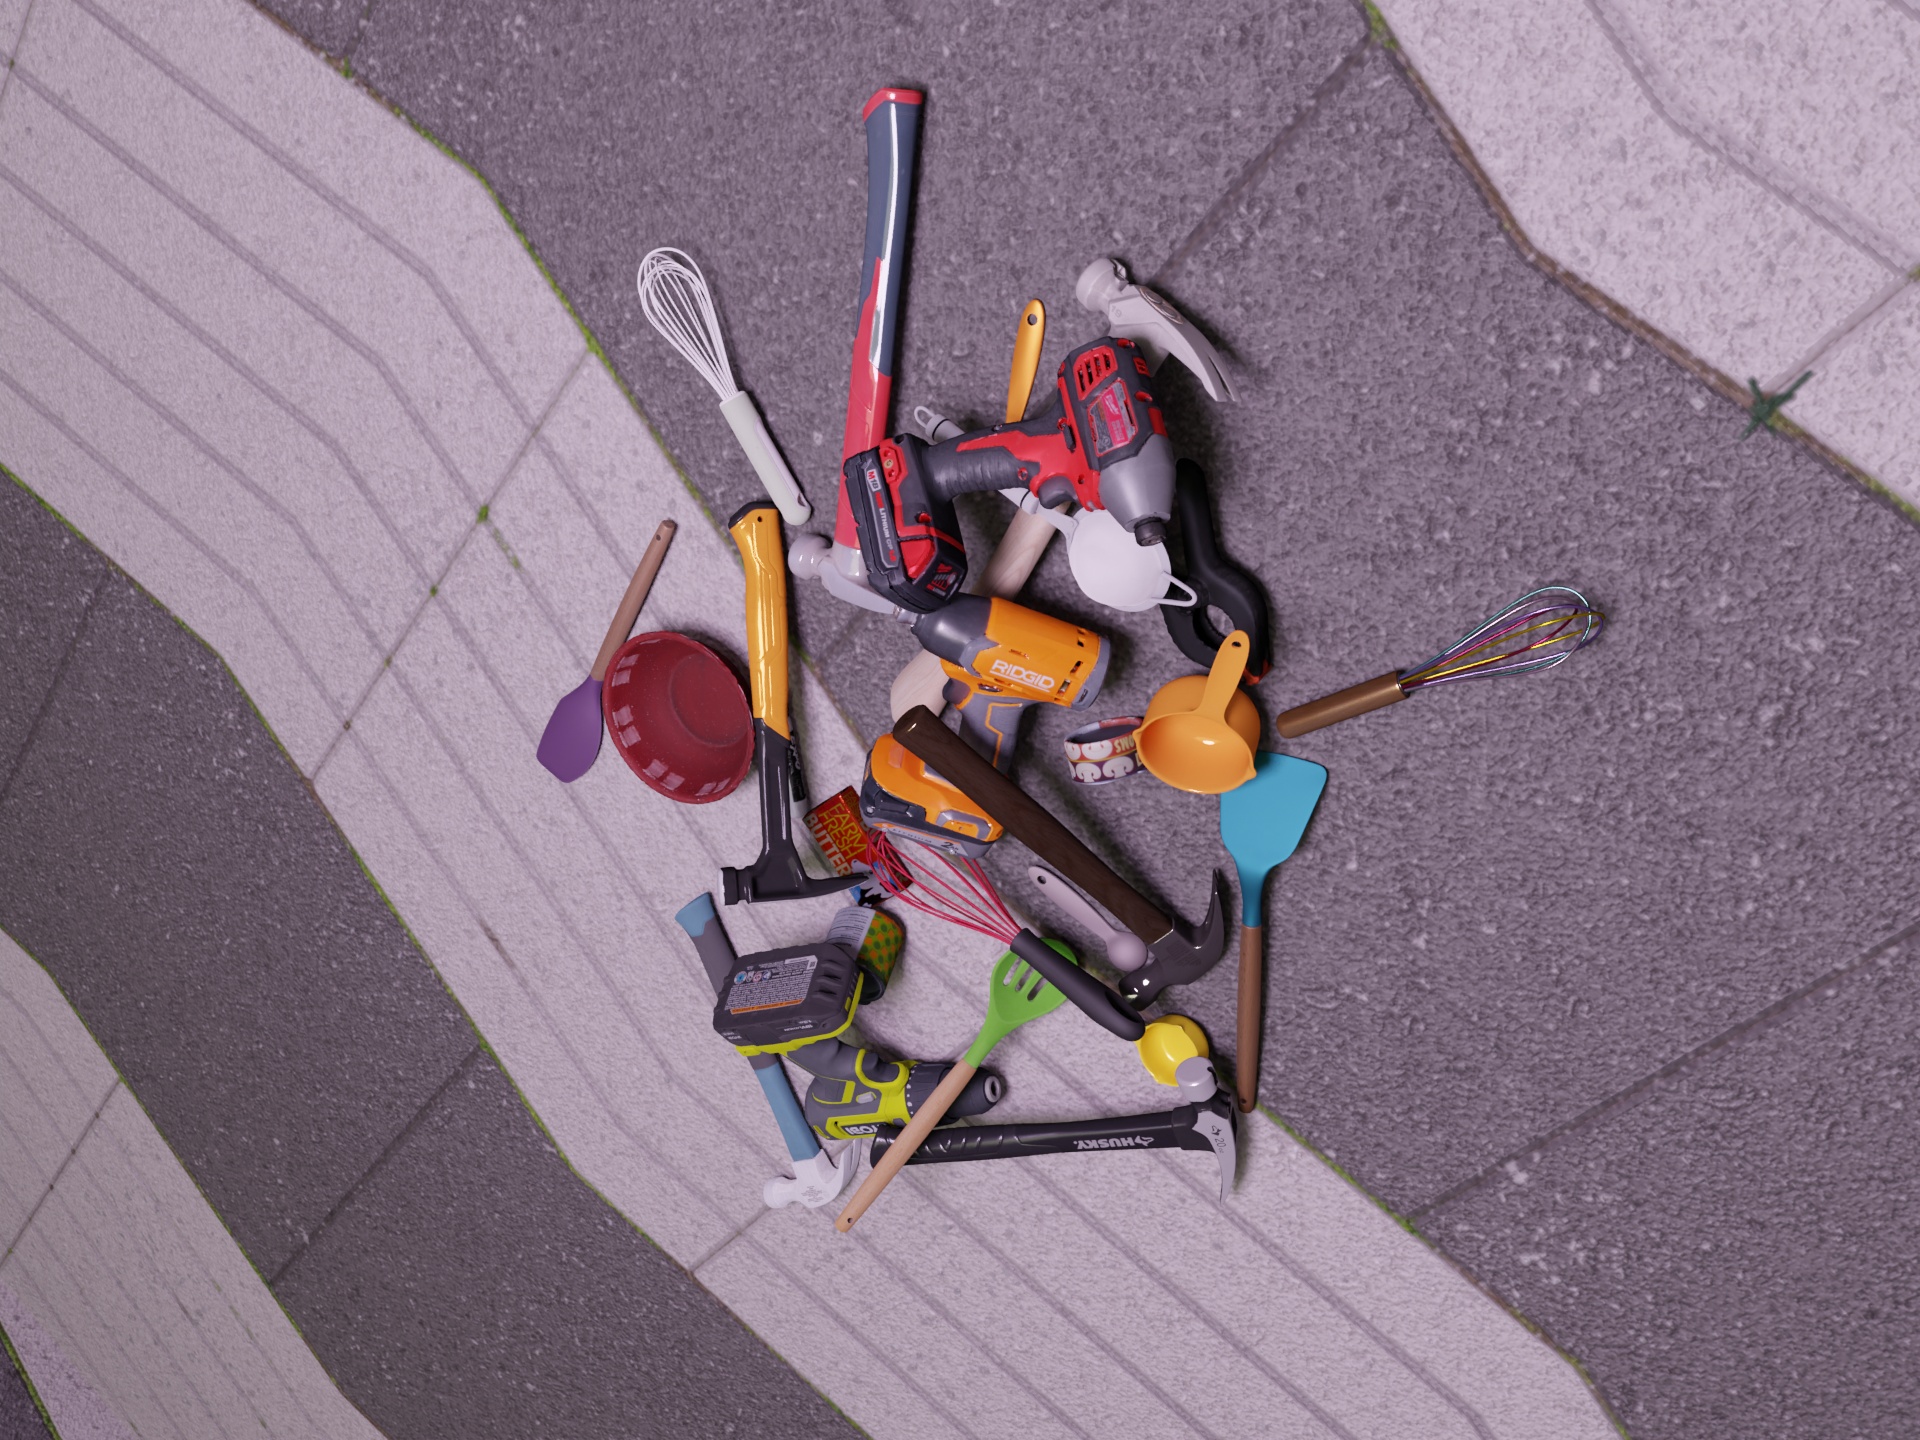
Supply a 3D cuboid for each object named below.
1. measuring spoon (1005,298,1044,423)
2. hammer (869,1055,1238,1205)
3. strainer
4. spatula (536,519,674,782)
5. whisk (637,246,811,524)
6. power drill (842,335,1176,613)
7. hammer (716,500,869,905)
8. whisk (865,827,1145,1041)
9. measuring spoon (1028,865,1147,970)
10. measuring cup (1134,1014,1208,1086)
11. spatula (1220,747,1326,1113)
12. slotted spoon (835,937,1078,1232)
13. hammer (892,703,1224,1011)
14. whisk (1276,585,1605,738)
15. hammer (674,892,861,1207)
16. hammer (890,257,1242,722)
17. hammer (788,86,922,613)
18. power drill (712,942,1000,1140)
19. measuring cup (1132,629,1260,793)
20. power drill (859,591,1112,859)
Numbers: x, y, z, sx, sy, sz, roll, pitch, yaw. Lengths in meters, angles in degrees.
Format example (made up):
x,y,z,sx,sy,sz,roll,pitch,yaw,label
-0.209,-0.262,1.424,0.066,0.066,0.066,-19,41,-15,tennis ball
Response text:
x,y,z,sx,sy,sz,roll,pitch,yaw,label
0.045,-0.257,1.192,0.021,0.011,0.116,21,118,19,measuring spoon
0.074,0.360,1.356,0.335,0.035,0.146,-10,122,22,hammer
0.057,-0.151,1.141,0.259,0.050,0.086,41,142,21,strainer
-0.323,-0.058,1.461,0.060,0.018,0.315,38,123,9,spatula
-0.188,-0.269,1.292,0.059,0.058,0.246,-25,101,24,whisk
0.040,-0.158,1.089,0.219,0.078,0.143,-20,74,20,power drill
-0.151,-0.015,1.337,0.127,0.034,0.337,-5,95,-13,hammer
0.034,0.168,1.304,0.296,0.073,0.073,36,122,26,whisk
0.102,0.165,1.322,0.124,0.018,0.034,40,122,6,measuring spoon
0.141,0.248,1.338,0.157,0.029,0.062,31,122,28,measuring cup
0.235,0.176,1.256,0.082,0.044,0.317,11,119,26,spatula
-0.009,0.309,1.349,0.070,0.031,0.314,36,94,-15,slotted spoon
0.079,0.098,1.227,0.331,0.031,0.130,41,115,-21,hammer
0.328,-0.034,1.113,0.245,0.047,0.051,-23,99,36,whisk
-0.195,0.320,1.532,0.128,0.033,0.331,-17,101,33,hammer
0.056,-0.133,1.203,0.146,0.038,0.410,50,128,24,hammer
-0.055,-0.273,1.210,0.143,0.038,0.386,24,118,34,hammer
-0.090,0.292,1.397,0.190,0.080,0.228,-13,133,30,power drill
0.185,-0.020,1.156,0.095,0.052,0.173,19,139,6,measuring cup
-0.002,-0.004,1.232,0.164,0.084,0.226,19,131,-12,power drill
